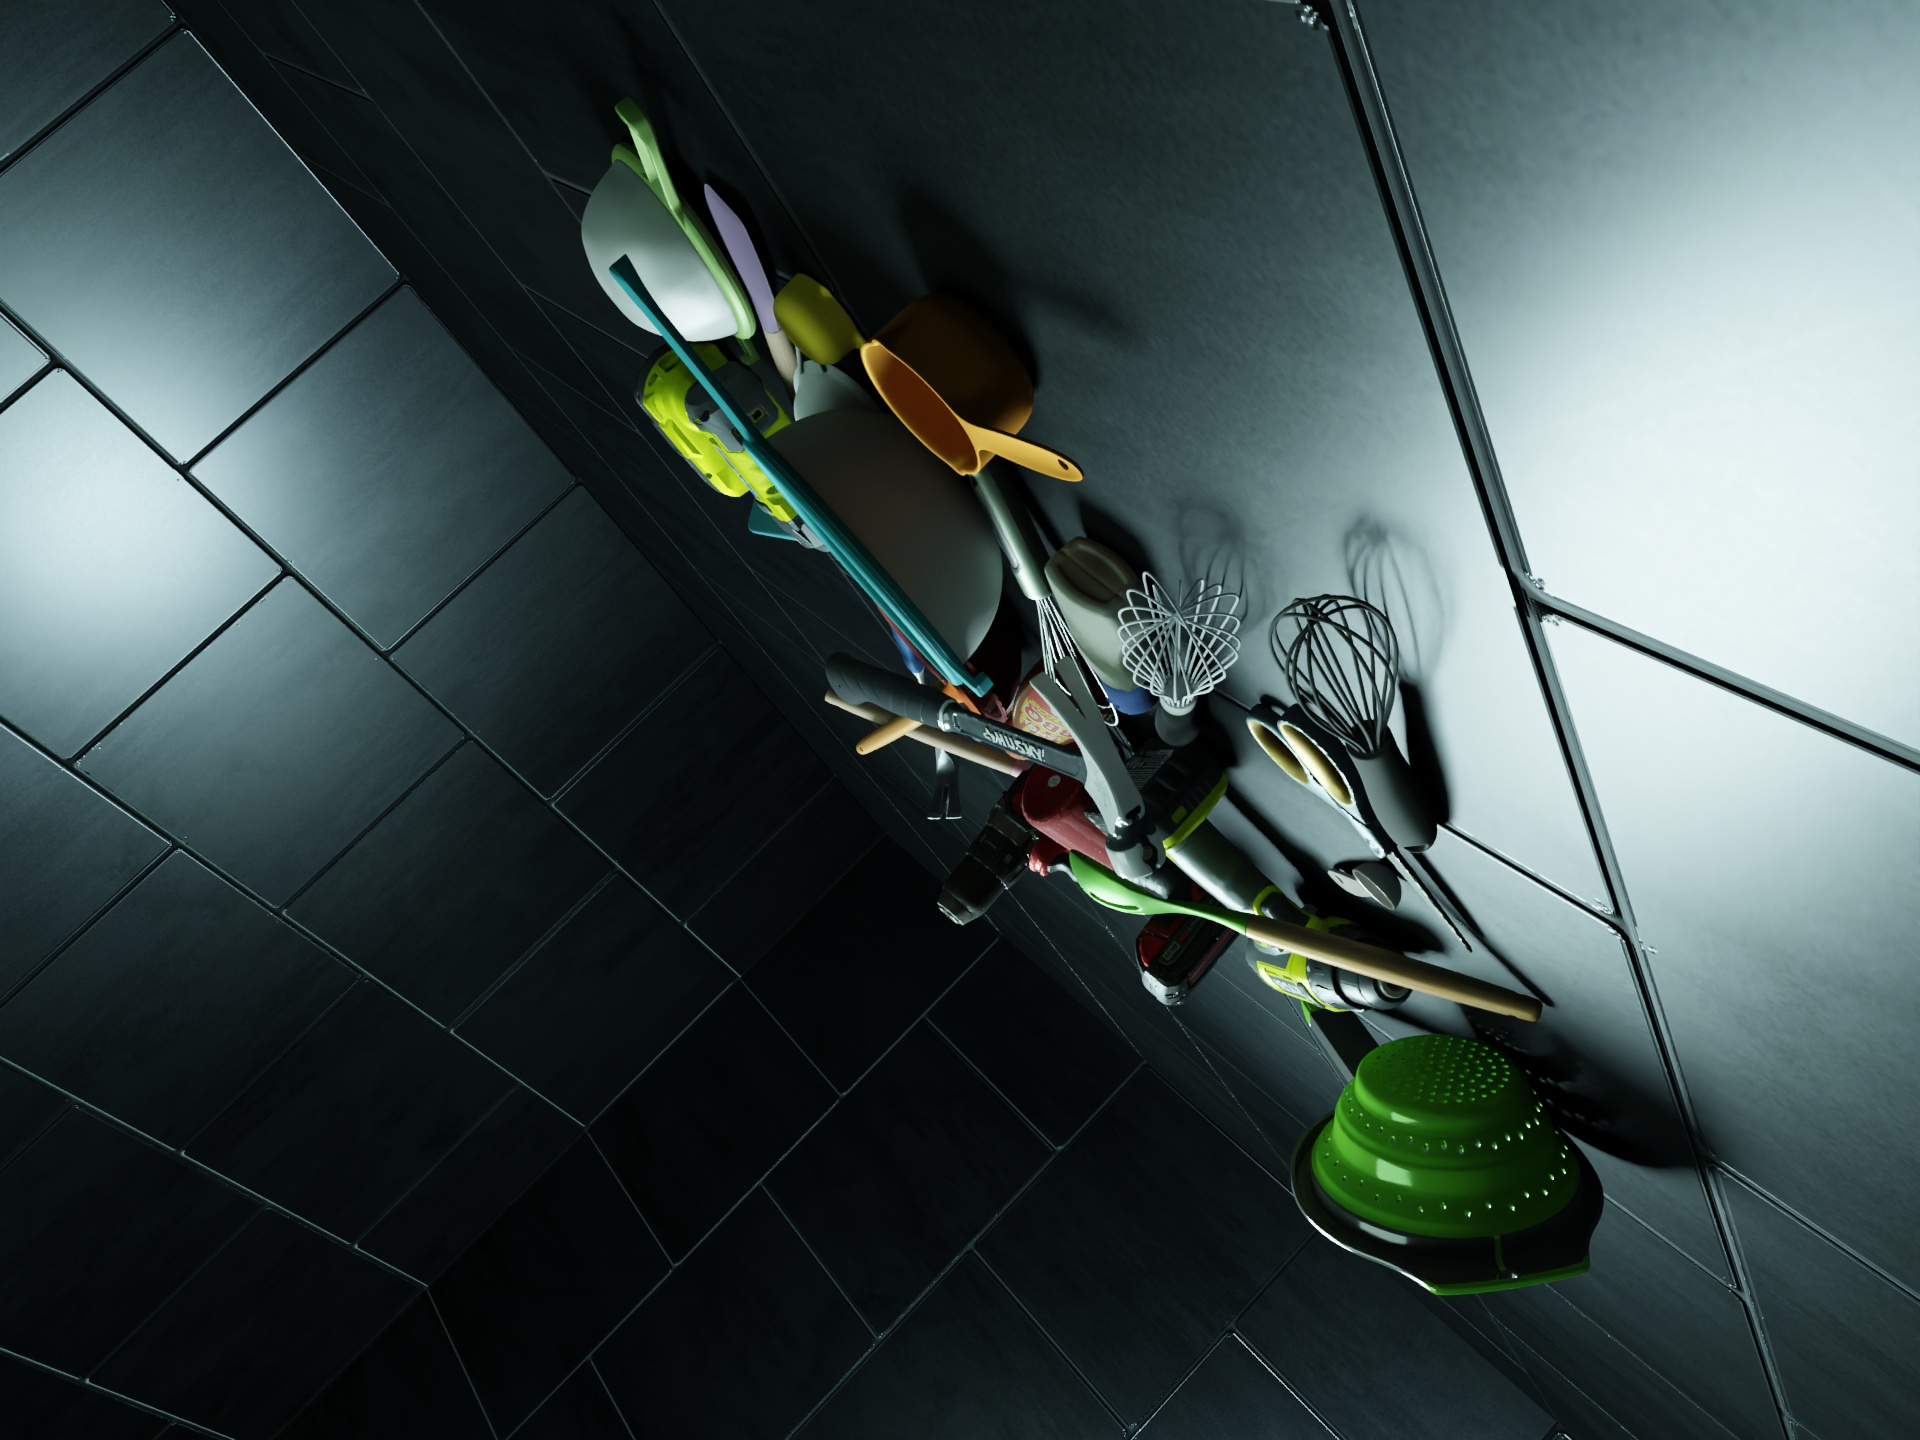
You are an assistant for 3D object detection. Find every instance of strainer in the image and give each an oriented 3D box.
[{"bbox_3d":[-0.207,-0.314,1.023,0.151,0.069,0.256,52,174,5],"label":"strainer"},{"bbox_3d":[-0.077,-0.175,1.010,0.340,0.095,0.211,50,179,-21],"label":"strainer"},{"bbox_3d":[-0.051,-0.167,1.139,0.087,0.050,0.258,13,152,48],"label":"strainer"}]

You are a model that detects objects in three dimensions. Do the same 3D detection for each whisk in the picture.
[{"bbox_3d":[0.054,-0.080,1.017,0.246,0.059,0.058,59,177,-41],"label":"whisk"},{"bbox_3d":[0.199,0.008,0.764,0.055,0.055,0.238,38,174,39],"label":"whisk"},{"bbox_3d":[0.127,-0.022,0.922,0.070,0.070,0.284,43,176,15],"label":"whisk"}]

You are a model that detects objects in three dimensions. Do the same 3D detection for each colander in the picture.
[{"bbox_3d":[0.319,0.255,1.157,0.397,0.204,0.094,-109,13,-74],"label":"colander"}]

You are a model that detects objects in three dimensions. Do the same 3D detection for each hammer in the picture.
[{"bbox_3d":[-0.002,-0.004,1.156,0.409,0.036,0.149,21,140,58],"label":"hammer"},{"bbox_3d":[-0.038,-0.044,1.475,0.405,0.035,0.144,74,-165,-61],"label":"hammer"}]

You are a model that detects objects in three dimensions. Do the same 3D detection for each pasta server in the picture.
[{"bbox_3d":[0.020,0.039,1.434,0.316,0.040,0.060,21,179,9],"label":"pasta server"}]

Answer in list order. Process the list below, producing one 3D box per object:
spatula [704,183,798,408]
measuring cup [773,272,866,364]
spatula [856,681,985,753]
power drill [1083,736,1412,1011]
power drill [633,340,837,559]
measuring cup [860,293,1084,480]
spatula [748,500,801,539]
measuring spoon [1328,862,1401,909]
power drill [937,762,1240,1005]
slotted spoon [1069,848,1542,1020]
[{"bbox_3d":[-0.127,-0.263,1.111,0.060,0.018,0.315,50,172,21],"label":"spatula"},{"bbox_3d":[-0.058,-0.211,0.984,0.156,0.029,0.062,46,171,4],"label":"measuring cup"},{"bbox_3d":[-0.040,-0.001,1.332,0.081,0.041,0.322,53,156,-4],"label":"spatula"},{"bbox_3d":[0.206,0.116,1.114,0.228,0.080,0.190,44,171,-6],"label":"power drill"},{"bbox_3d":[-0.167,-0.215,1.251,0.171,0.080,0.223,51,175,-33],"label":"power drill"},{"bbox_3d":[0.021,-0.161,0.789,0.174,0.052,0.095,33,165,47],"label":"measuring cup"},{"bbox_3d":[-0.086,-0.147,1.270,0.044,0.082,0.318,15,-167,-33],"label":"spatula"},{"bbox_3d":[0.257,0.100,1.016,0.034,0.018,0.124,47,178,1],"label":"measuring spoon"},{"bbox_3d":[0.109,0.141,1.328,0.227,0.188,0.080,38,170,22],"label":"power drill"},{"bbox_3d":[0.208,0.137,1.011,0.314,0.031,0.070,15,174,28],"label":"slotted spoon"}]
